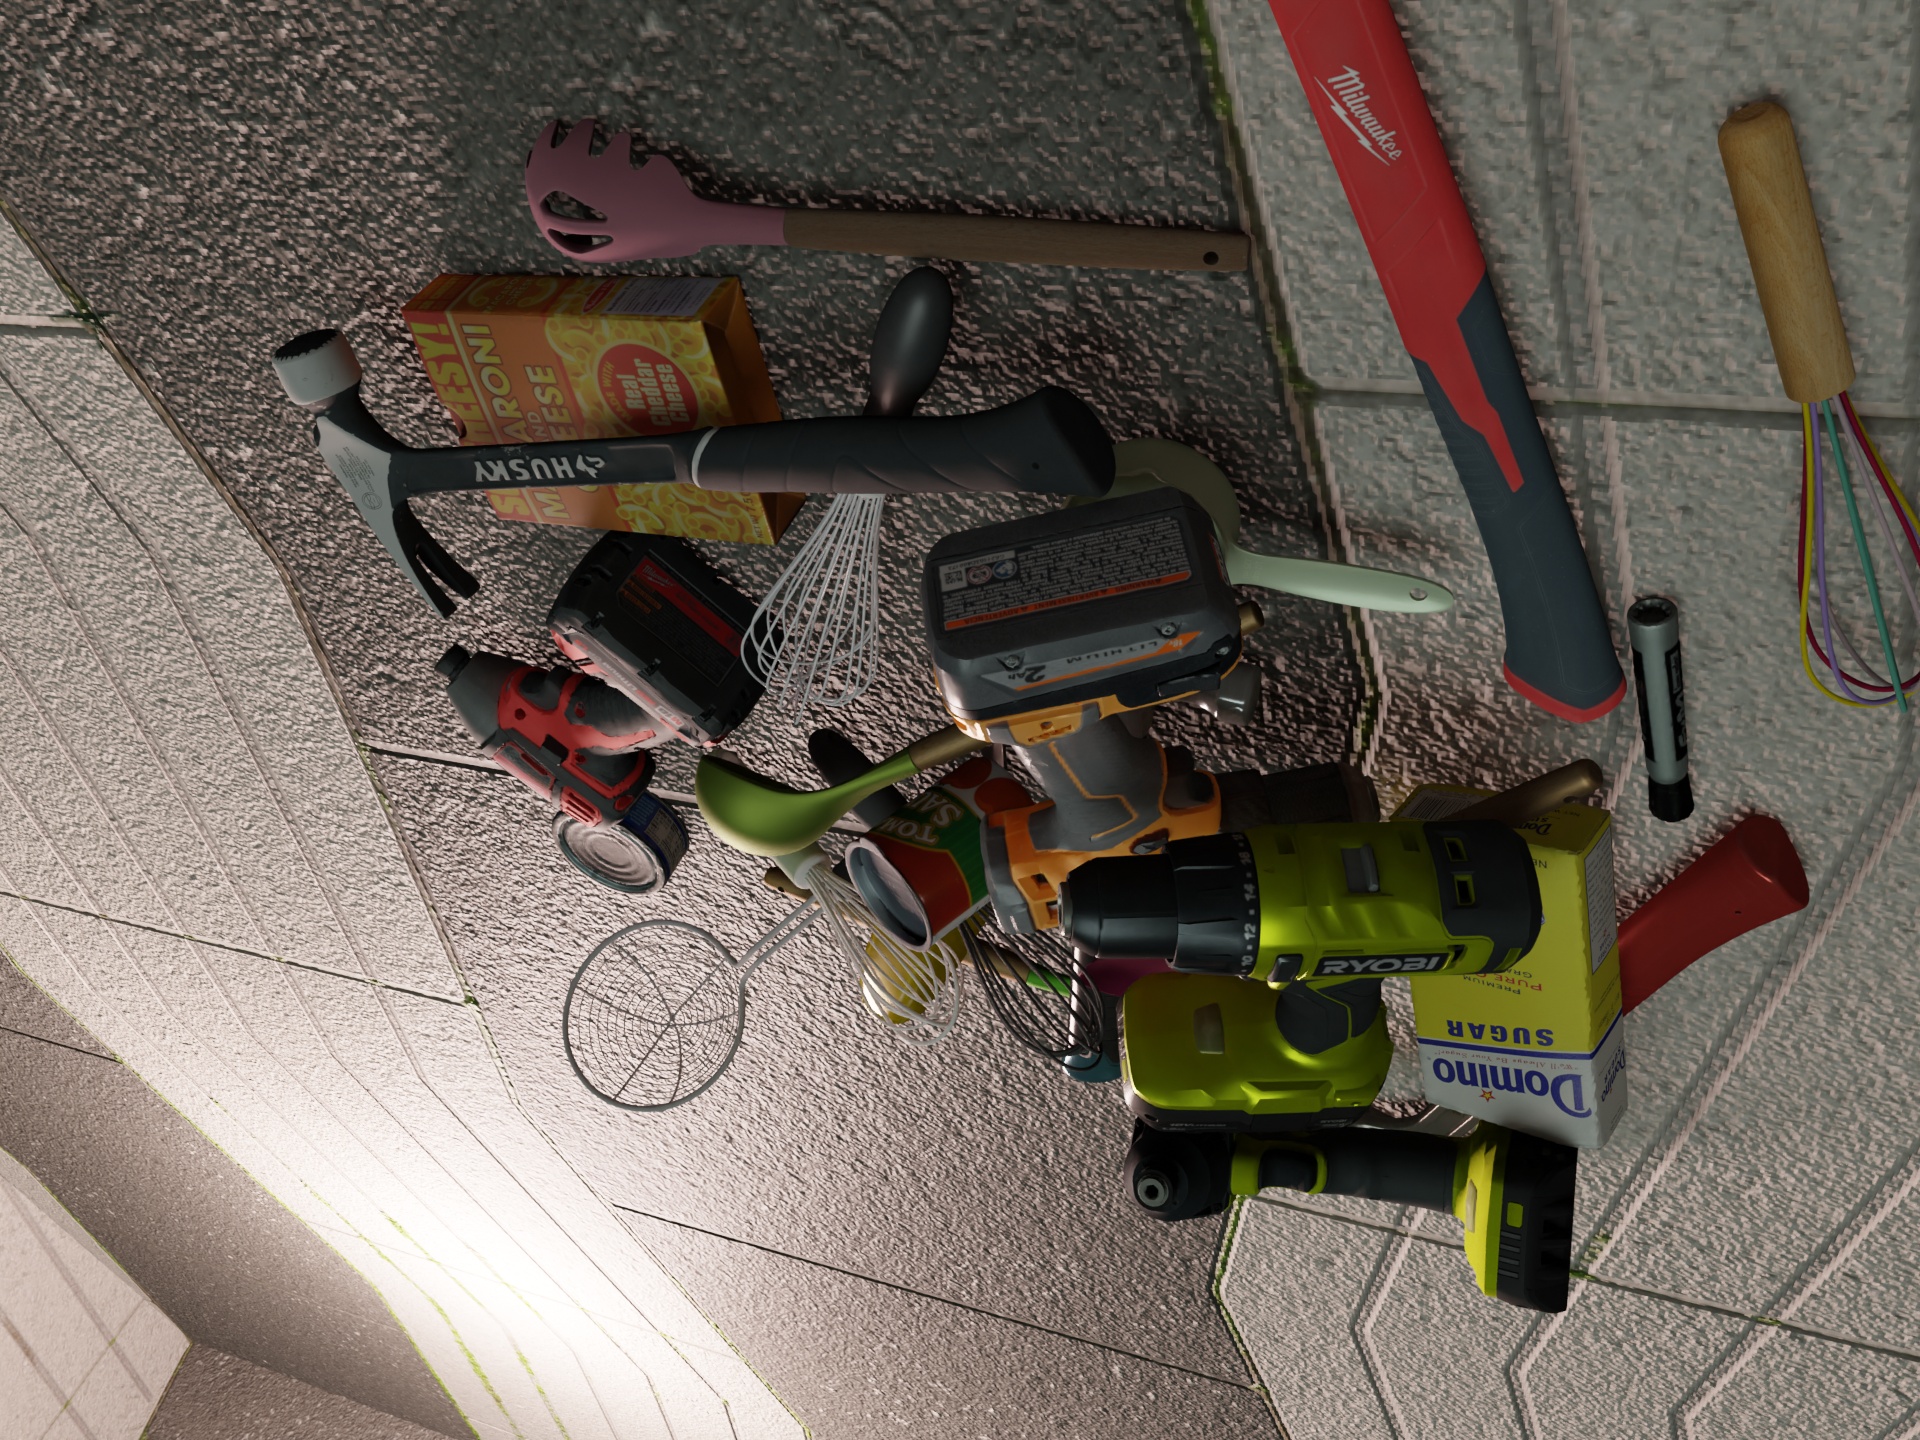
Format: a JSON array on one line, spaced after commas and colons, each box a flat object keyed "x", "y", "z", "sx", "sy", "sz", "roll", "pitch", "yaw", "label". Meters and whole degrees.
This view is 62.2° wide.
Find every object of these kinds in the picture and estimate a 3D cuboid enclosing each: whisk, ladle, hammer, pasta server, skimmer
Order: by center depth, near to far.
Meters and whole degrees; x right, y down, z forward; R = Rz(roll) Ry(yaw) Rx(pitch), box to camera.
[{"x": 0.300, "y": -0.096, "z": 0.551, "sx": 0.047, "sy": 0.051, "sz": 0.244, "roll": -5, "pitch": 129, "yaw": 41, "label": "whisk"}, {"x": 0.185, "y": -0.149, "z": 0.559, "sx": 0.143, "sy": 0.038, "sz": 0.385, "roll": -10, "pitch": 129, "yaw": 34, "label": "hammer"}, {"x": -0.041, "y": -0.201, "z": 0.640, "sx": 0.316, "sy": 0.040, "sz": 0.060, "roll": 8, "pitch": 138, "yaw": 16, "label": "pasta server"}, {"x": -0.125, "y": -0.110, "z": 0.699, "sx": 0.409, "sy": 0.036, "sz": 0.149, "roll": 3, "pitch": 129, "yaw": 28, "label": "hammer"}, {"x": -0.047, "y": -0.093, "z": 0.729, "sx": 0.070, "sy": 0.070, "sz": 0.284, "roll": 26, "pitch": 141, "yaw": 1, "label": "whisk"}, {"x": -0.001, "y": -0.002, "z": 0.773, "sx": 0.320, "sy": 0.062, "sz": 0.078, "roll": -23, "pitch": 153, "yaw": 28, "label": "ladle"}, {"x": 0.303, "y": 0.155, "z": 0.831, "sx": 0.149, "sy": 0.037, "sz": 0.358, "roll": 24, "pitch": 142, "yaw": 3, "label": "hammer"}, {"x": -0.005, "y": 0.093, "z": 0.858, "sx": 0.239, "sy": 0.055, "sz": 0.055, "roll": 47, "pitch": 144, "yaw": 15, "label": "whisk"}, {"x": 0.080, "y": 0.088, "z": 0.860, "sx": 0.128, "sy": 0.033, "sz": 0.330, "roll": 15, "pitch": 133, "yaw": 17, "label": "hammer"}, {"x": -0.078, "y": 0.089, "z": 0.883, "sx": 0.247, "sy": 0.057, "sz": 0.059, "roll": 42, "pitch": 116, "yaw": 37, "label": "whisk"}, {"x": -0.127, "y": 0.130, "z": 0.978, "sx": 0.090, "sy": 0.127, "sz": 0.363, "roll": -2, "pitch": 151, "yaw": -43, "label": "skimmer"}]

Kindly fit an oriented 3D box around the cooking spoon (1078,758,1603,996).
[{"x": 0.169, "y": 0.084, "z": 0.765, "sx": 0.068, "sy": 0.017, "sz": 0.319, "roll": 22, "pitch": 144, "yaw": -28, "label": "cooking spoon"}]

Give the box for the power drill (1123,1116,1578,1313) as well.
[{"x": 0.204, "y": 0.240, "z": 0.837, "sx": 0.223, "sy": 0.171, "sz": 0.080, "roll": 4, "pitch": 91, "yaw": 22, "label": "power drill"}]

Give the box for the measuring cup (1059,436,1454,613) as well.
[{"x": 0.126, "y": -0.077, "z": 0.674, "sx": 0.167, "sy": 0.038, "sz": 0.083, "roll": 13, "pitch": 139, "yaw": 14, "label": "measuring cup"}]

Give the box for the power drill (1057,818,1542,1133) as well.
[{"x": 0.135, "y": 0.116, "z": 0.723, "sx": 0.190, "sy": 0.080, "sz": 0.228, "roll": -2, "pitch": 149, "yaw": -2, "label": "power drill"}]

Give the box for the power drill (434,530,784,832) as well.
[{"x": -0.208, "y": -0.020, "z": 0.896, "sx": 0.143, "sy": 0.079, "sz": 0.219, "roll": 41, "pitch": 142, "yaw": -16, "label": "power drill"}]

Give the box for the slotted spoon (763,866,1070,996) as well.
[{"x": 0.020, "y": 0.147, "z": 0.989, "sx": 0.314, "sy": 0.031, "sz": 0.070, "roll": 18, "pitch": 138, "yaw": 14, "label": "slotted spoon"}]

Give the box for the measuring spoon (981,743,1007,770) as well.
[{"x": 0.024, "y": 0.023, "z": 0.859, "sx": 0.034, "sy": 0.018, "sz": 0.124, "roll": 37, "pitch": 146, "yaw": 40, "label": "measuring spoon"}]

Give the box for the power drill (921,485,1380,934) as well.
[{"x": 0.087, "y": 0.007, "z": 0.685, "sx": 0.185, "sy": 0.084, "sz": 0.226, "roll": -11, "pitch": 140, "yaw": 6, "label": "power drill"}]
